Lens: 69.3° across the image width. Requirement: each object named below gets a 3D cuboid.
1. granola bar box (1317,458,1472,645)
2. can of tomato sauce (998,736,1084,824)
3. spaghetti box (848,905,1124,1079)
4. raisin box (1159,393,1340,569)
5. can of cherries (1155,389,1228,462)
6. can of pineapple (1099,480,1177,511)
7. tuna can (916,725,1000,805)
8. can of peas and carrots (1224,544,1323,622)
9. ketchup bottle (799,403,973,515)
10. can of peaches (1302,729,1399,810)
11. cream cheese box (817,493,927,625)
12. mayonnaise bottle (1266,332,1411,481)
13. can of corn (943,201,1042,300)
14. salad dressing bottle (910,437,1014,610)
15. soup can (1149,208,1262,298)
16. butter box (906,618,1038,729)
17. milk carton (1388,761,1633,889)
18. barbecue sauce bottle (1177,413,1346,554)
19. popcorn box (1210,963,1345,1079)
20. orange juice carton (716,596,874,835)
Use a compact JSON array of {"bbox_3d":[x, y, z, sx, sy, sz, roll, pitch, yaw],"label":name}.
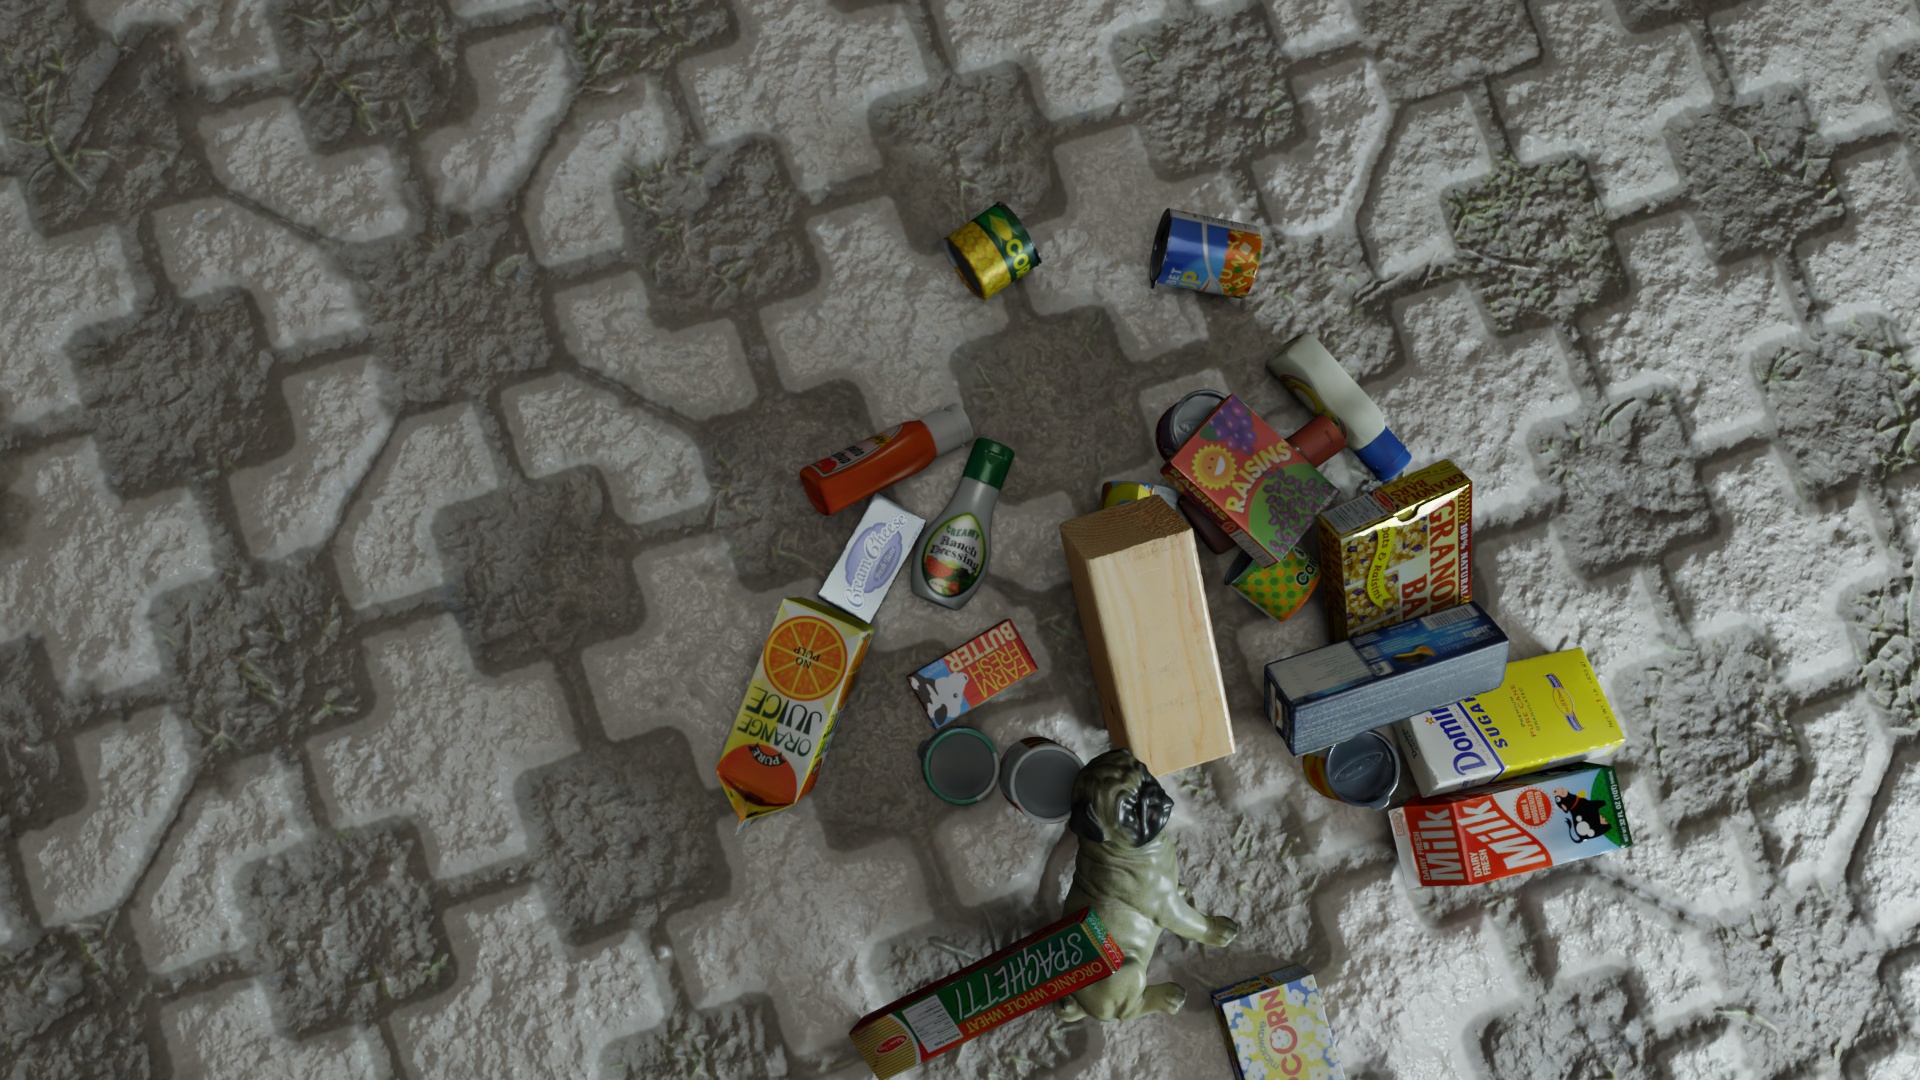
[{"bbox_3d":[0.372,0.026,1.179,0.124,0.039,0.164,-23,130,-7],"label":"granola bar box"},{"bbox_3d":[0.071,0.200,1.164,0.071,0.083,0.071,0,85,-4],"label":"can of tomato sauce"},{"bbox_3d":[0.018,0.364,1.108,0.249,0.029,0.050,-34,89,25],"label":"spaghetti box"},{"bbox_3d":[0.241,-0.050,1.162,0.123,0.040,0.086,43,79,1],"label":"raisin box"},{"bbox_3d":[0.208,-0.092,1.216,0.071,0.058,0.071,1,85,-6],"label":"can of cherries"},{"bbox_3d":[0.150,-0.018,1.201,0.071,0.071,0.058,9,84,-4],"label":"can of pineapple"},{"bbox_3d":[-0.002,0.191,1.184,0.071,0.033,0.071,0,85,-6],"label":"tuna can"},{"bbox_3d":[0.274,0.027,1.205,0.059,0.071,0.071,37,83,-2],"label":"can of peas and carrots"},{"bbox_3d":[-0.061,-0.071,1.191,0.149,0.065,0.043,-26,111,-15],"label":"ketchup bottle"},{"bbox_3d":[0.338,0.196,1.201,0.071,0.058,0.071,1,85,-6],"label":"can of peaches"},{"bbox_3d":[-0.076,0.016,1.198,0.053,0.024,0.104,29,83,-1],"label":"cream cheese box"},{"bbox_3d":[0.337,-0.117,1.230,0.041,0.064,0.148,-43,93,-8],"label":"mayonnaise bottle"},{"bbox_3d":[0.028,-0.250,1.210,0.058,0.071,0.071,-35,89,-6],"label":"can of corn"},{"bbox_3d":[0.004,-0.015,1.198,0.064,0.044,0.148,21,83,-5],"label":"salad dressing bottle"},{"bbox_3d":[0.216,-0.250,1.228,0.084,0.071,0.071,10,84,-4],"label":"soup can"},{"bbox_3d":[0.010,0.115,1.196,0.103,0.024,0.053,-30,89,-7],"label":"butter box"},{"bbox_3d":[0.467,0.246,1.200,0.191,0.073,0.072,-12,86,-6],"label":"milk carton"},{"bbox_3d":[0.266,-0.053,1.213,0.148,0.044,0.065,-36,93,3],"label":"barbecue sauce bottle"},{"bbox_3d":[0.274,0.438,1.182,0.085,0.038,0.126,-16,86,-6],"label":"popcorn box"},{"bbox_3d":[-0.142,0.148,1.147,0.073,0.072,0.192,21,90,5],"label":"orange juice carton"}]
